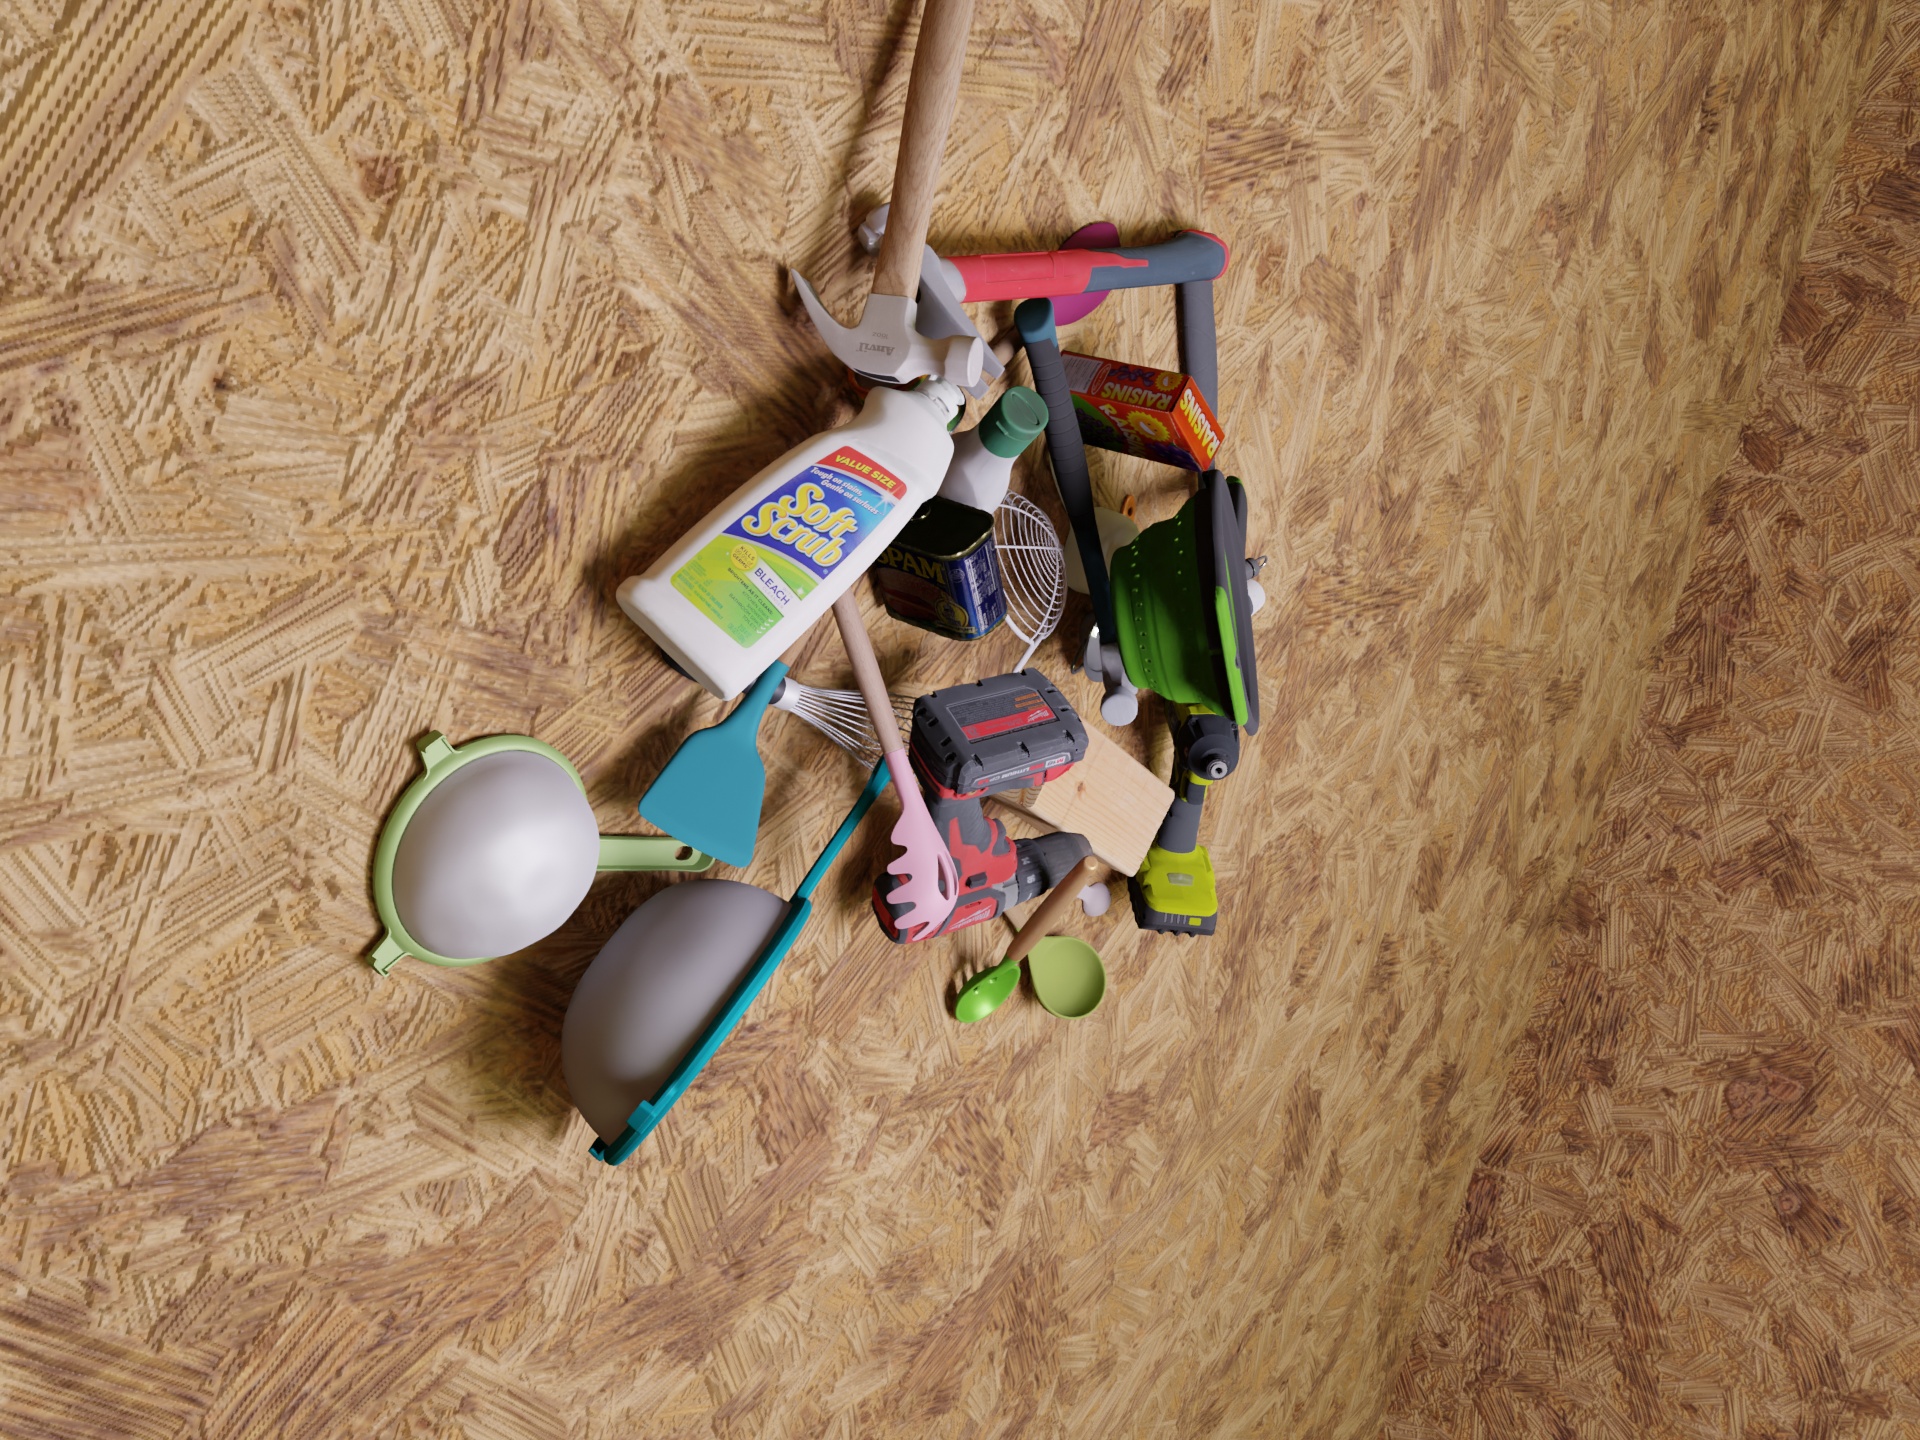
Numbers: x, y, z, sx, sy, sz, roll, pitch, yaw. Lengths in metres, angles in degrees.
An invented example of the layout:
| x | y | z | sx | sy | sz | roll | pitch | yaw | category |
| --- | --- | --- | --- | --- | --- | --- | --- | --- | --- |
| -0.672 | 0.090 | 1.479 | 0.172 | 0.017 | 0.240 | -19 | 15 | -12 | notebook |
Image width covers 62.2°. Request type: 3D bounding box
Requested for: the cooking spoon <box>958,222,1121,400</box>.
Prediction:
| x | y | z | sx | sy | sz | roll | pitch | yaw | category |
| --- | --- | --- | --- | --- | --- | --- | --- | --- | --- |
| 0.034 | -0.280 | 1.201 | 0.319 | 0.017 | 0.068 | -47 | 139 | -28 | cooking spoon |

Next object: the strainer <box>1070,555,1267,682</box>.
| x | y | z | sx | sy | sz | roll | pitch | yaw | category |
| --- | --- | --- | --- | --- | --- | --- | --- | --- | --- |
| 0.183 | -0.102 | 1.430 | 0.258 | 0.050 | 0.086 | -25 | 134 | -28 | strainer |

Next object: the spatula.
| x | y | z | sx | sy | sz | roll | pitch | yaw | category |
| --- | --- | --- | --- | --- | --- | --- | --- | --- | --- |
| -0.103 | -0.060 | 1.049 | 0.082 | 0.044 | 0.317 | 30 | 85 | -16 | spatula |

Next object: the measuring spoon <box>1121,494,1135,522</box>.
| x | y | z | sx | sy | sz | roll | pitch | yaw | category |
| --- | --- | --- | --- | --- | --- | --- | --- | --- | --- |
| 0.148 | -0.144 | 1.420 | 0.021 | 0.011 | 0.116 | -20 | 123 | -45 | measuring spoon |

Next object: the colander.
| x | y | z | sx | sy | sz | roll | pitch | yaw | category |
| --- | --- | --- | --- | --- | --- | --- | --- | --- | --- |
| 0.183 | -0.120 | 1.292 | 0.397 | 0.094 | 0.204 | -68 | 147 | -62 | colander |

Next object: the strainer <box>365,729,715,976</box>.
| x | y | z | sx | sy | sz | roll | pitch | yaw | category |
| --- | --- | --- | --- | --- | --- | --- | --- | --- | --- |
| -0.238 | 0.093 | 1.001 | 0.256 | 0.069 | 0.151 | 7 | 102 | -51 | strainer |

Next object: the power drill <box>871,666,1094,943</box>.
| x | y | z | sx | sy | sz | roll | pitch | yaw | category |
| --- | --- | --- | --- | --- | --- | --- | --- | --- | --- |
| 0.033 | 0.070 | 1.210 | 0.188 | 0.080 | 0.226 | -14 | 139 | -25 | power drill |

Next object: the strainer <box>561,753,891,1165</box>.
| x | y | z | sx | sy | sz | roll | pitch | yaw | category |
| --- | --- | --- | --- | --- | --- | --- | --- | --- | --- |
| -0.164 | 0.131 | 1.073 | 0.340 | 0.095 | 0.211 | -55 | -175 | -28 | strainer |

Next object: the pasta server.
| x | y | z | sx | sy | sz | roll | pitch | yaw | category |
| --- | --- | --- | --- | --- | --- | --- | --- | --- | --- |
| -0.062 | -0.003 | 1.103 | 0.060 | 0.040 | 0.316 | -23 | 95 | -62 | pasta server |

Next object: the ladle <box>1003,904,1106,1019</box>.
| x | y | z | sx | sy | sz | roll | pitch | yaw | category |
| --- | --- | --- | --- | --- | --- | --- | --- | --- | --- |
| 0.055 | 0.169 | 1.425 | 0.078 | 0.062 | 0.319 | -59 | 141 | -25 | ladle |

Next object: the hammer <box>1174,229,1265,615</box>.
| x | y | z | sx | sy | sz | roll | pitch | yaw | category |
| --- | --- | --- | --- | --- | --- | --- | --- | --- | --- |
| 0.218 | -0.244 | 1.442 | 0.149 | 0.036 | 0.408 | -37 | 133 | -34 | hammer |

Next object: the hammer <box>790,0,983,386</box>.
| x | y | z | sx | sy | sz | roll | pitch | yaw | category |
| --- | --- | --- | --- | --- | --- | --- | --- | --- | --- |
| -0.024 | -0.380 | 1.017 | 0.031 | 0.130 | 0.331 | 21 | 79 | -74 | hammer |

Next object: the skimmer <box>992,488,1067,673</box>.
| x | y | z | sx | sy | sz | roll | pitch | yaw | category |
| --- | --- | --- | --- | --- | --- | --- | --- | --- | --- |
| -0.002 | -0.004 | 1.274 | 0.127 | 0.090 | 0.363 | -21 | 134 | -68 | skimmer |

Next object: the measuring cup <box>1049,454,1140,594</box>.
| x | y | z | sx | sy | sz | roll | pitch | yaw | category |
| --- | --- | --- | --- | --- | --- | --- | --- | --- | --- |
| 0.111 | -0.170 | 1.337 | 0.083 | 0.038 | 0.167 | -53 | 143 | -20 | measuring cup |

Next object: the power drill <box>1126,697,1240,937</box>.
| x | y | z | sx | sy | sz | roll | pitch | yaw | category |
| --- | --- | --- | --- | --- | --- | --- | --- | --- | --- |
| 0.217 | 0.086 | 1.515 | 0.171 | 0.080 | 0.223 | -91 | -173 | -67 | power drill |

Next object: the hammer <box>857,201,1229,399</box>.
| x | y | z | sx | sy | sz | roll | pitch | yaw | category |
| --- | --- | --- | --- | --- | --- | --- | --- | --- | --- |
| 0.096 | -0.319 | 1.173 | 0.386 | 0.143 | 0.038 | -21 | 163 | -47 | hammer |

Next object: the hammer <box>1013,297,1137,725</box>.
| x | y | z | sx | sy | sz | roll | pitch | yaw | category |
| --- | --- | --- | --- | --- | --- | --- | --- | --- | --- |
| 0.094 | -0.166 | 1.246 | 0.128 | 0.033 | 0.330 | -79 | 156 | -59 | hammer |

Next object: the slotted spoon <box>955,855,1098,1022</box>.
| x | y | z | sx | sy | sz | roll | pitch | yaw | category |
| --- | --- | --- | --- | --- | --- | --- | --- | --- | --- |
| 0.056 | 0.184 | 1.333 | 0.070 | 0.031 | 0.313 | -22 | 159 | -28 | slotted spoon |

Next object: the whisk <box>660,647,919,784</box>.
| x | y | z | sx | sy | sz | roll | pitch | yaw | category |
| --- | --- | --- | --- | --- | --- | --- | --- | --- | --- |
| -0.105 | -0.010 | 1.133 | 0.284 | 0.070 | 0.070 | 23 | 89 | -49 | whisk |

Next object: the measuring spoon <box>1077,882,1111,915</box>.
| x | y | z | sx | sy | sz | roll | pitch | yaw | category |
| --- | --- | --- | --- | --- | --- | --- | --- | --- | --- |
| 0.115 | 0.162 | 1.528 | 0.124 | 0.018 | 0.034 | 36 | 79 | -52 | measuring spoon |
